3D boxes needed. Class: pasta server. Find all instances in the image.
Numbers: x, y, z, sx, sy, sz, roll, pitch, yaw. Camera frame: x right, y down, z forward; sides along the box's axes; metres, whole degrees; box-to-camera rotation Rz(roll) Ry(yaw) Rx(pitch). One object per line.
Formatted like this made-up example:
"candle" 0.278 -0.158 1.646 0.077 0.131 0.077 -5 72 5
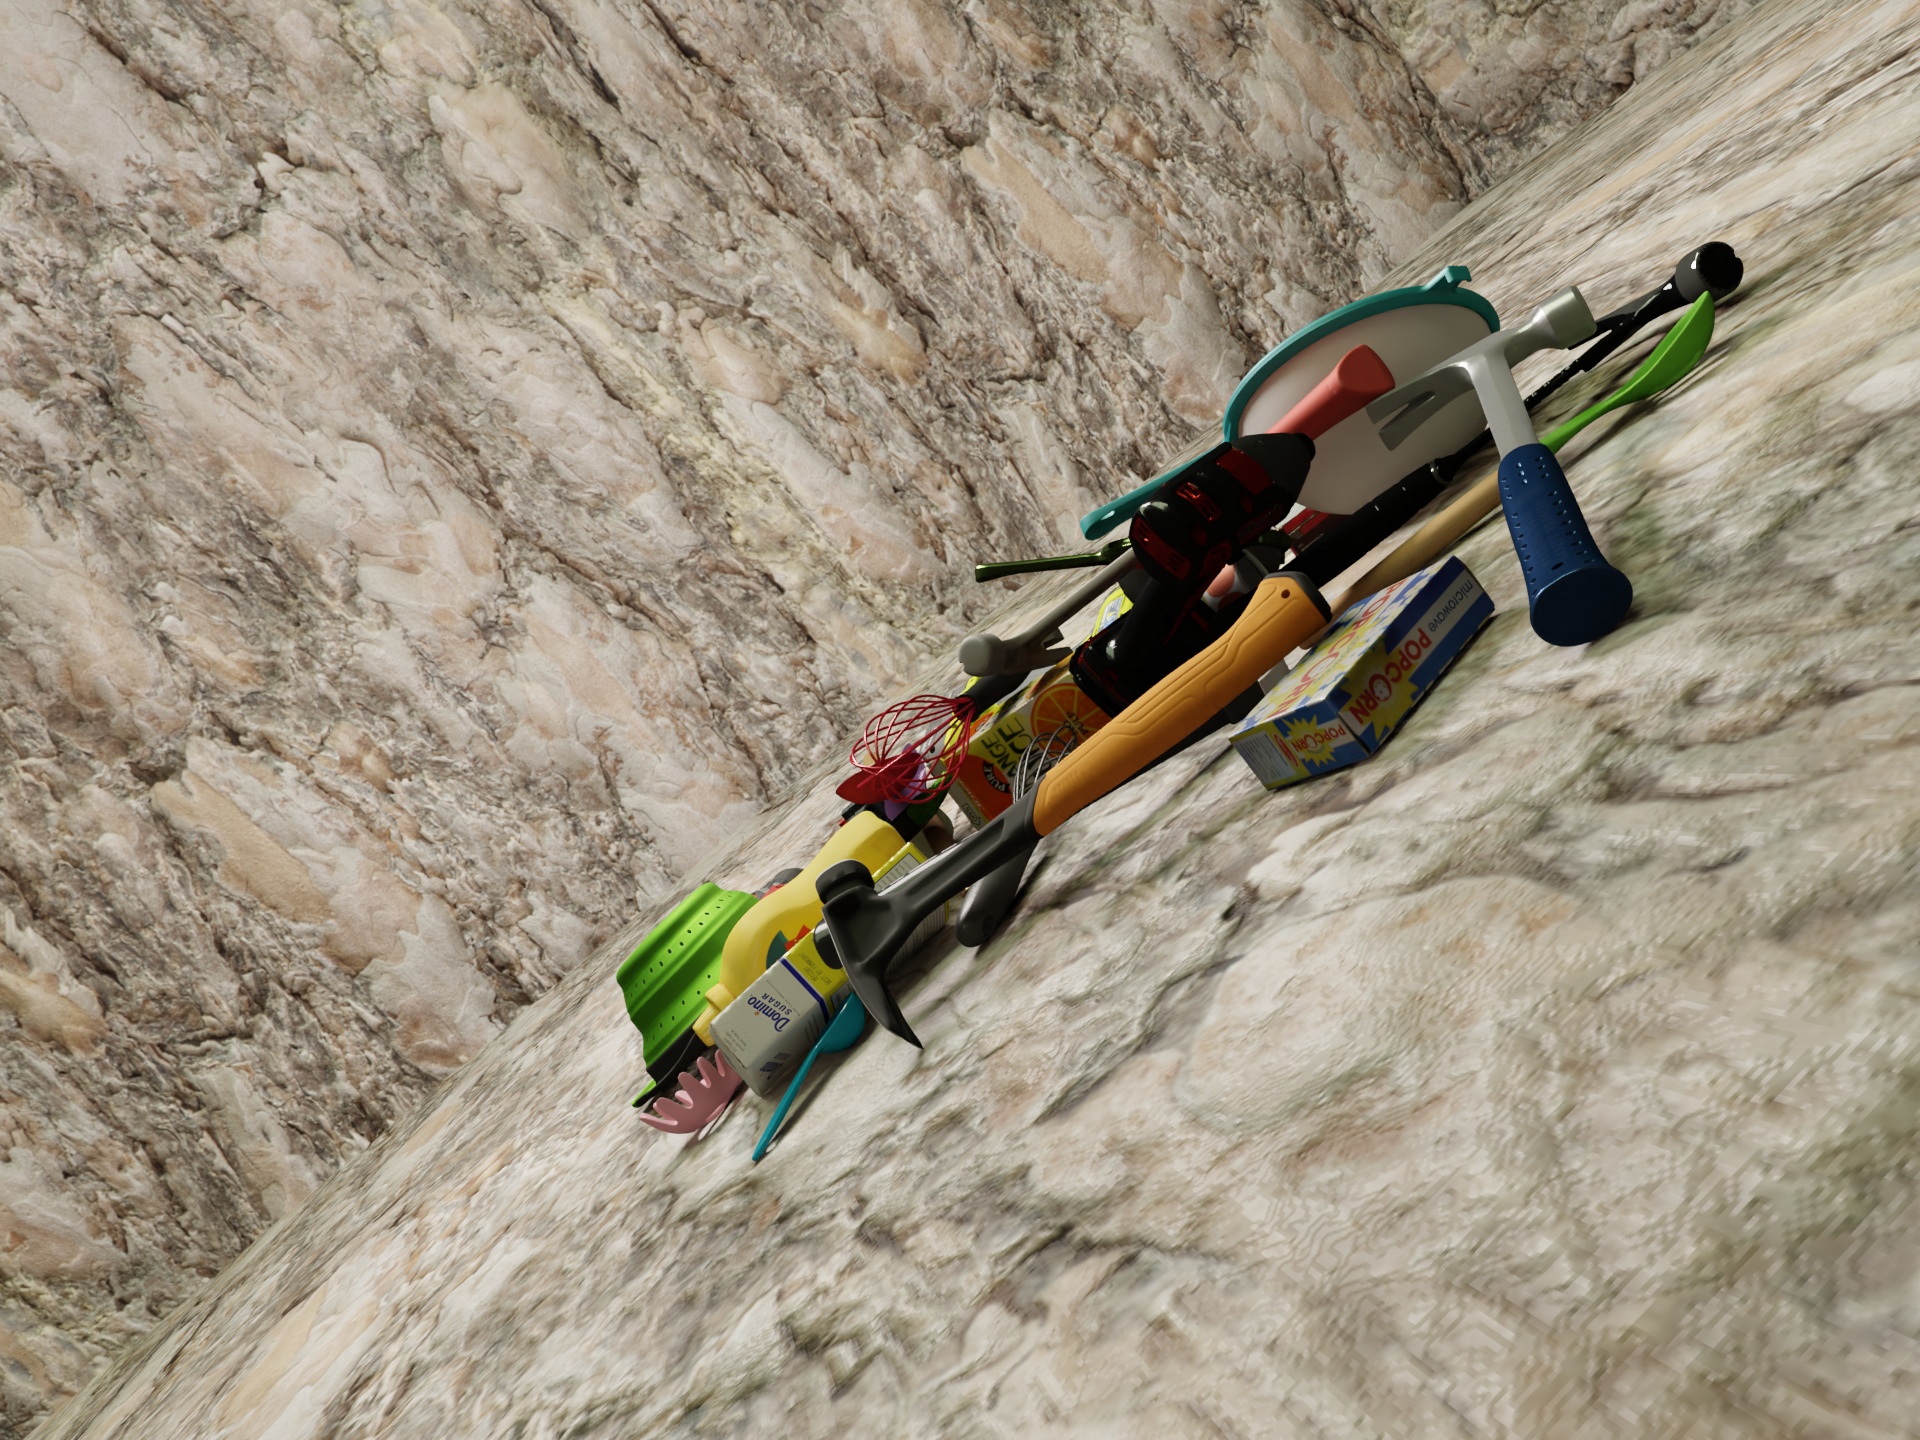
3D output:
"pasta server" -0.143 0.215 1.197 0.060 0.040 0.316 -47 1 29

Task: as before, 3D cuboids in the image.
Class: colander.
"colander" -0.160 0.147 1.259 0.397 0.094 0.204 -46 0 25

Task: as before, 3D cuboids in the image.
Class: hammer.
"hammer" 0.058 0.054 0.963 0.335 0.035 0.146 -31 7 1
"hammer" 0.294 -0.139 0.849 0.144 0.035 0.406 -28 19 24
"hammer" 0.322 -0.171 1.038 0.409 0.036 0.149 -37 2 -12
"hammer" 0.158 -0.139 1.137 0.359 0.037 0.149 -38 -13 32
"hammer" 0.066 0.039 0.880 0.337 0.034 0.127 -39 45 10

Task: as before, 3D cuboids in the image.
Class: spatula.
"spatula" -0.025 0.081 1.237 0.060 0.018 0.316 -62 18 7

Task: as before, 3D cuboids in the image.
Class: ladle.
"ladle" -0.069 0.040 1.299 0.069 0.031 0.315 -23 4 -4

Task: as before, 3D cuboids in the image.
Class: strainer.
"strainer" 0.252 -0.188 1.182 0.340 0.095 0.210 -26 -23 18
"strainer" 0.138 -0.106 1.279 0.256 0.069 0.151 -4 -2 14

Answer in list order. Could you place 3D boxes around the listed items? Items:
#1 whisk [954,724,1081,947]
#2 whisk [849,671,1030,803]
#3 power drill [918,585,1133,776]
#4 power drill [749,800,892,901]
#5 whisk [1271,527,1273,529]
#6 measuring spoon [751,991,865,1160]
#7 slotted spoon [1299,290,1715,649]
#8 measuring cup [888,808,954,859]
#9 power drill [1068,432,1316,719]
"whisk" 0.042 0.074 1.060 0.055 0.055 0.239 -36 12 34
"whisk" -0.002 -0.004 1.175 0.073 0.073 0.296 -37 1 27
"power drill" 0.076 -0.018 1.361 0.223 0.080 0.171 -33 18 29
"power drill" -0.122 0.138 1.462 0.226 0.080 0.188 -41 5 20
"whisk" 0.220 -0.122 1.434 0.246 0.058 0.059 -43 -28 -1
"measuring spoon" -0.089 0.220 0.966 0.042 0.021 0.129 -52 5 47
"slotted spoon" 0.333 -0.145 0.981 0.313 0.031 0.070 -40 -3 19
"measuring cup" -0.056 0.136 1.290 0.083 0.038 0.168 -29 27 51
"power drill" 0.156 -0.096 1.044 0.143 0.079 0.219 -37 -20 -28
